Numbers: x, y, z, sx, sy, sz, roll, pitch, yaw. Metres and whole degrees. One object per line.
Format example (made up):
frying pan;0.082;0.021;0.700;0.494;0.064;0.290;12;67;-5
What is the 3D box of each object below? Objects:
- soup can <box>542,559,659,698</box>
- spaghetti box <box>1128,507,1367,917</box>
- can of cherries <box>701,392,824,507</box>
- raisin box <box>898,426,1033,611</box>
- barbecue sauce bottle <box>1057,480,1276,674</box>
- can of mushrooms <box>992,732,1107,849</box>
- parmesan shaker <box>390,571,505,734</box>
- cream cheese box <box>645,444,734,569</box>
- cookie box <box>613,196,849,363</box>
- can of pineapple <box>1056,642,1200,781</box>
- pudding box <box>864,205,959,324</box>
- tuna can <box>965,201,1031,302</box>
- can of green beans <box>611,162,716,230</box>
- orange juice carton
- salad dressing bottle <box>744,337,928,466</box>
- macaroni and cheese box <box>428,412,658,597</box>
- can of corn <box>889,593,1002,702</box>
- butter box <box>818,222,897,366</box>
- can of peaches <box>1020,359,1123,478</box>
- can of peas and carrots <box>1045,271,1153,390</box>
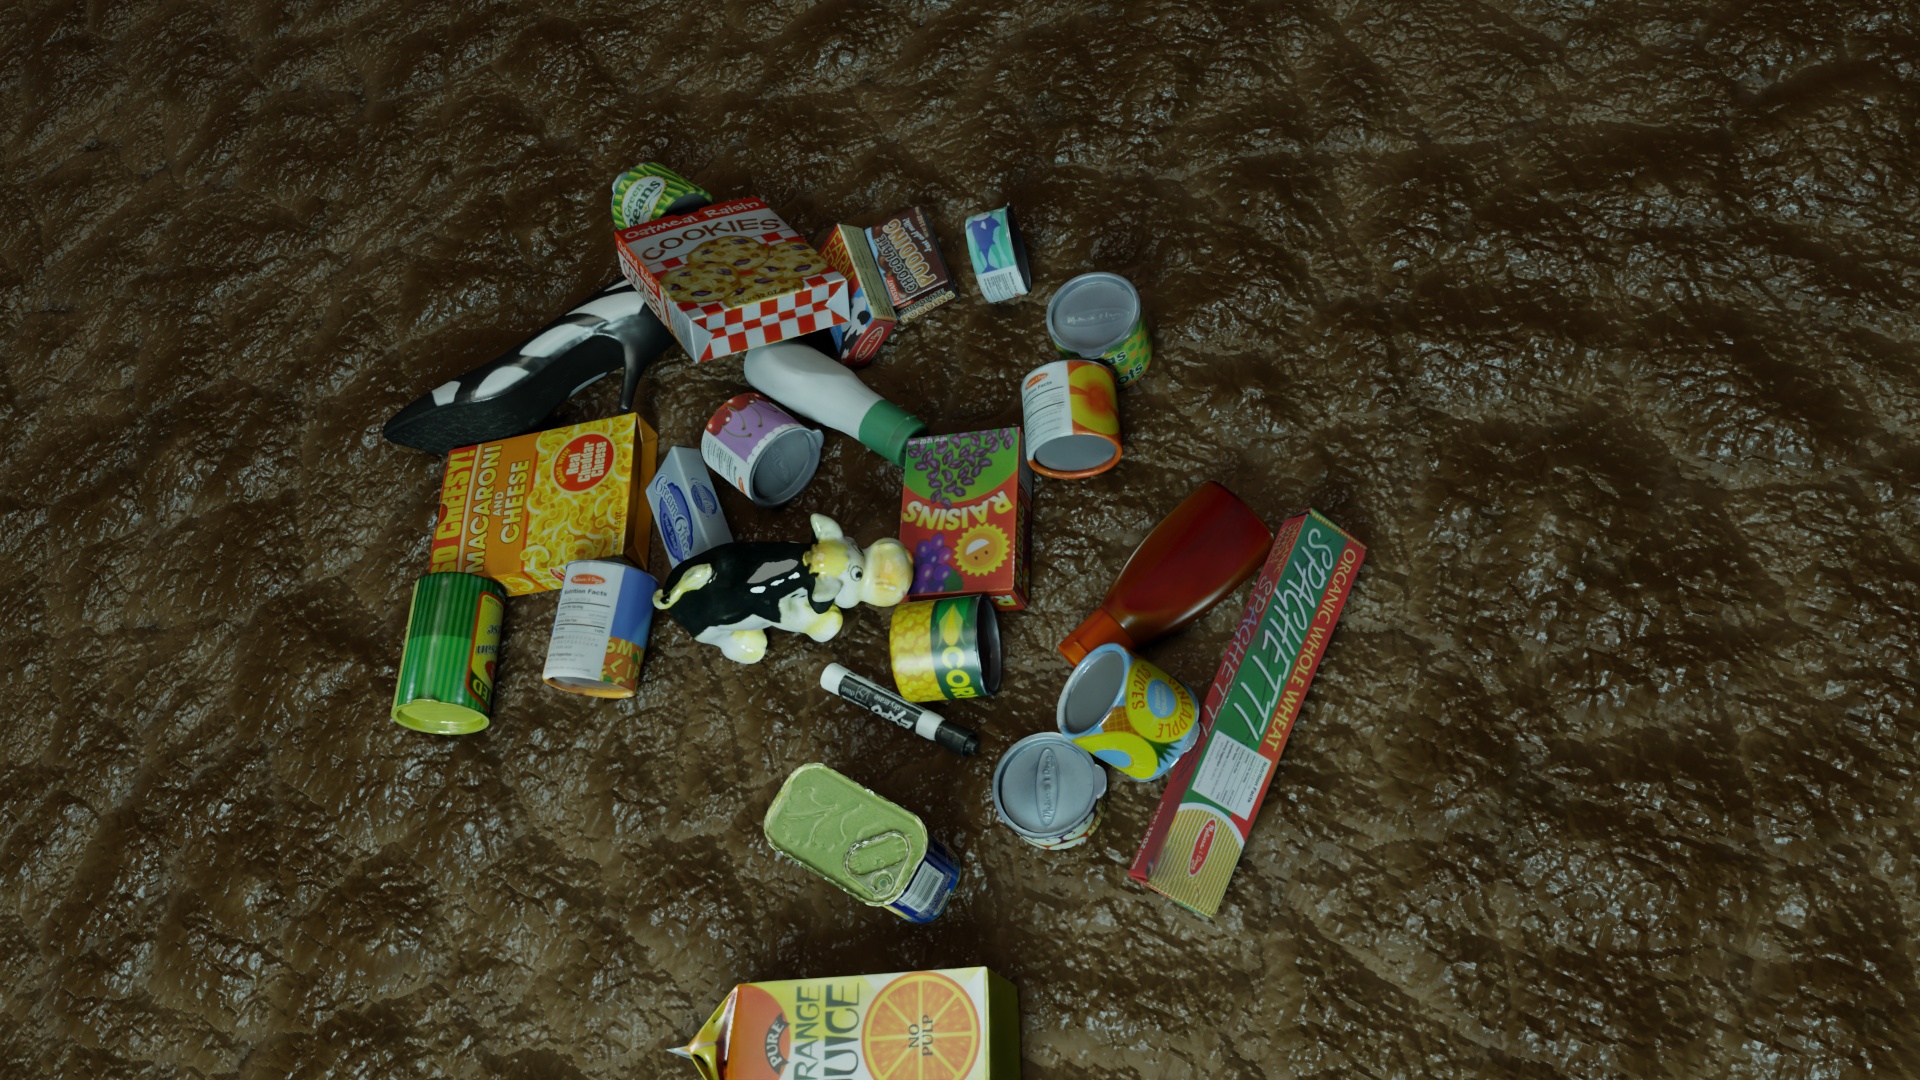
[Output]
soup can;-0.252;0.064;0.982;0.071;0.071;0.084;0;70;18
spaghetti box;0.175;0.099;0.832;0.050;0.028;0.251;31;73;-13
can of cherries;-0.144;-0.068;1.013;0.058;0.071;0.071;36;80;30
raisin box;0.003;-0.012;0.952;0.086;0.040;0.124;-5;62;16
barbecue sauce bottle;0.128;0.031;0.887;0.148;0.043;0.065;-42;62;-4
can of mushrooms;0.058;0.154;0.854;0.071;0.033;0.071;-8;62;15
parmesan shaker;-0.371;0.080;1.009;0.071;0.071;0.103;-9;62;14
cream cheese box;-0.197;-0.014;1.012;0.053;0.024;0.104;-50;52;35
cookie box;-0.177;-0.203;1.058;0.123;0.040;0.168;-20;42;-22
can of pineapple;0.101;0.102;0.834;0.070;0.058;0.071;-45;25;28
pudding box;-0.038;-0.212;1.070;0.049;0.030;0.084;-23;60;7
tuna can;0.028;-0.214;1.028;0.033;0.071;0.071;-13;61;12
can of green beans;-0.243;-0.270;1.146;0.058;0.071;0.071;34;79;28
orange juice carton;-0.067;0.294;0.802;0.192;0.071;0.073;-8;62;14
salad dressing bottle;-0.091;-0.104;1.020;0.148;0.064;0.043;32;116;22
macaroni and cheese box;-0.319;-0.024;1.062;0.166;0.040;0.124;-9;61;13
can of corn;-0.009;0.072;0.896;0.058;0.071;0.071;-7;63;14
butter box;-0.083;-0.188;1.062;0.053;0.024;0.104;-48;50;38
can of peaches;0.078;-0.081;0.948;0.071;0.071;0.058;-10;62;14
can of peas and carrots;0.099;-0.143;0.974;0.071;0.058;0.071;-7;63;15
